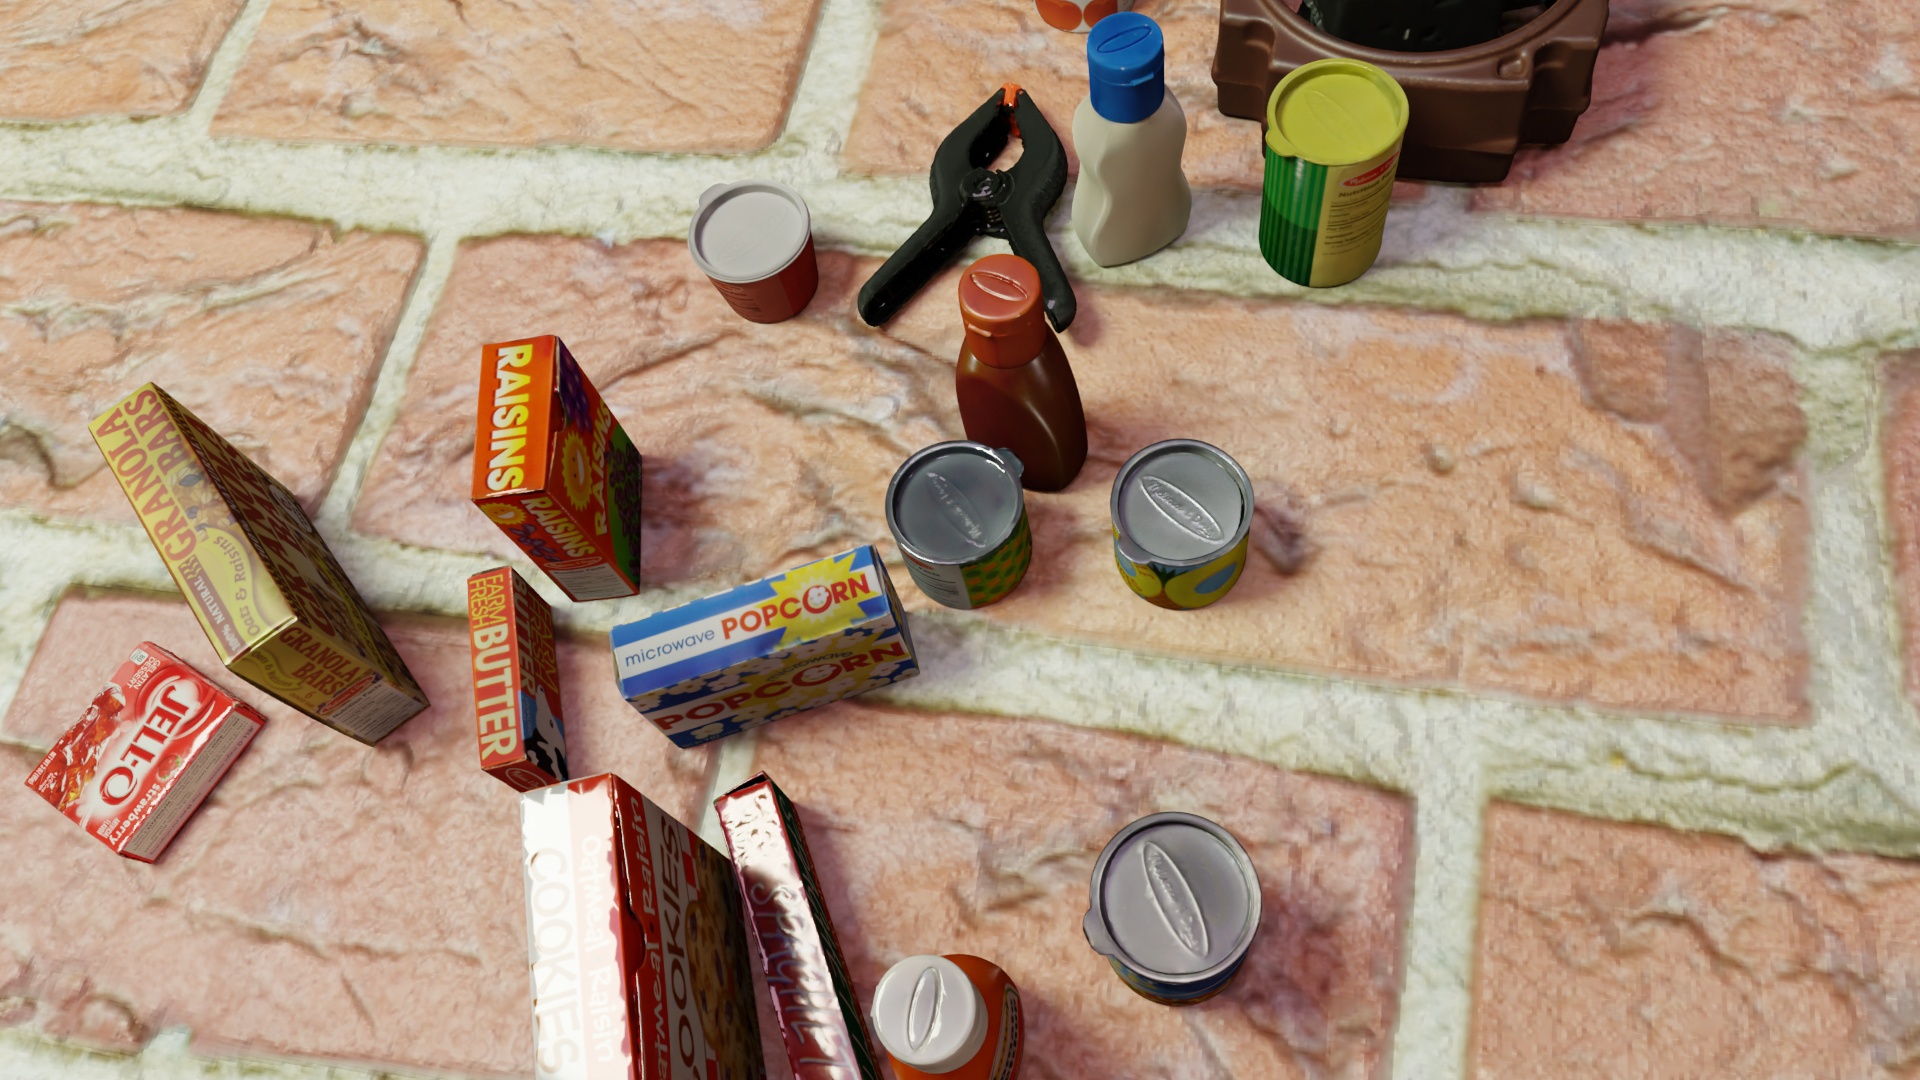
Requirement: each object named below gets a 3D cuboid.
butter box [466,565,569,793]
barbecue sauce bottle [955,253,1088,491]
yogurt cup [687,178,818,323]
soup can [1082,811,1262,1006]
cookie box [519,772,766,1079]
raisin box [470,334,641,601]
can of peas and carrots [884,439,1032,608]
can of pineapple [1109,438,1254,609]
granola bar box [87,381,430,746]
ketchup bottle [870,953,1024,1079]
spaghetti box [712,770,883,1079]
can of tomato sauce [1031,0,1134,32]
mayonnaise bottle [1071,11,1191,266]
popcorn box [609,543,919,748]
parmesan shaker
[{"bbox_3d":[-0.216,0.069,0.678,0.024,0.053,0.104,-15,64,1],"label":"butter box"},{"bbox_3d":[0.026,-0.077,0.660,0.065,0.148,0.044,27,72,19],"label":"barbecue sauce bottle"},{"bbox_3d":[-0.111,-0.157,0.770,0.072,0.053,0.072,-3,64,7],"label":"yogurt cup"},{"bbox_3d":[0.086,0.156,0.576,0.071,0.083,0.071,-3,65,7],"label":"soup can"},{"bbox_3d":[-0.120,0.174,0.550,0.040,0.166,0.123,-14,64,2],"label":"cookie box"},{"bbox_3d":[-0.195,-0.032,0.684,0.040,0.123,0.086,-7,64,5],"label":"raisin box"},{"bbox_3d":[0.002,-0.009,0.680,0.071,0.058,0.071,-3,65,7],"label":"can of peas and carrots"},{"bbox_3d":[0.104,-0.006,0.665,0.071,0.057,0.071,-3,65,7],"label":"can of pineapple"},{"bbox_3d":[-0.343,0.015,0.682,0.039,0.123,0.166,-39,66,-10],"label":"granola bar box"},{"bbox_3d":[-0.004,0.189,0.537,0.043,0.148,0.065,7,66,11],"label":"ketchup bottle"},{"bbox_3d":[-0.052,0.220,0.584,0.029,0.050,0.251,-22,64,-2],"label":"spaghetti box"},{"bbox_3d":[0.069,-0.355,0.822,0.071,0.082,0.071,-3,65,7],"label":"can of tomato sauce"},{"bbox_3d":[0.086,-0.203,0.711,0.065,0.147,0.041,-25,64,-3],"label":"mayonnaise bottle"},{"bbox_3d":[-0.089,0.052,0.650,0.127,0.085,0.038,-18,64,0],"label":"popcorn box"},{"bbox_3d":[0.186,-0.185,0.713,0.071,0.102,0.071,-3,65,7],"label":"parmesan shaker"}]
